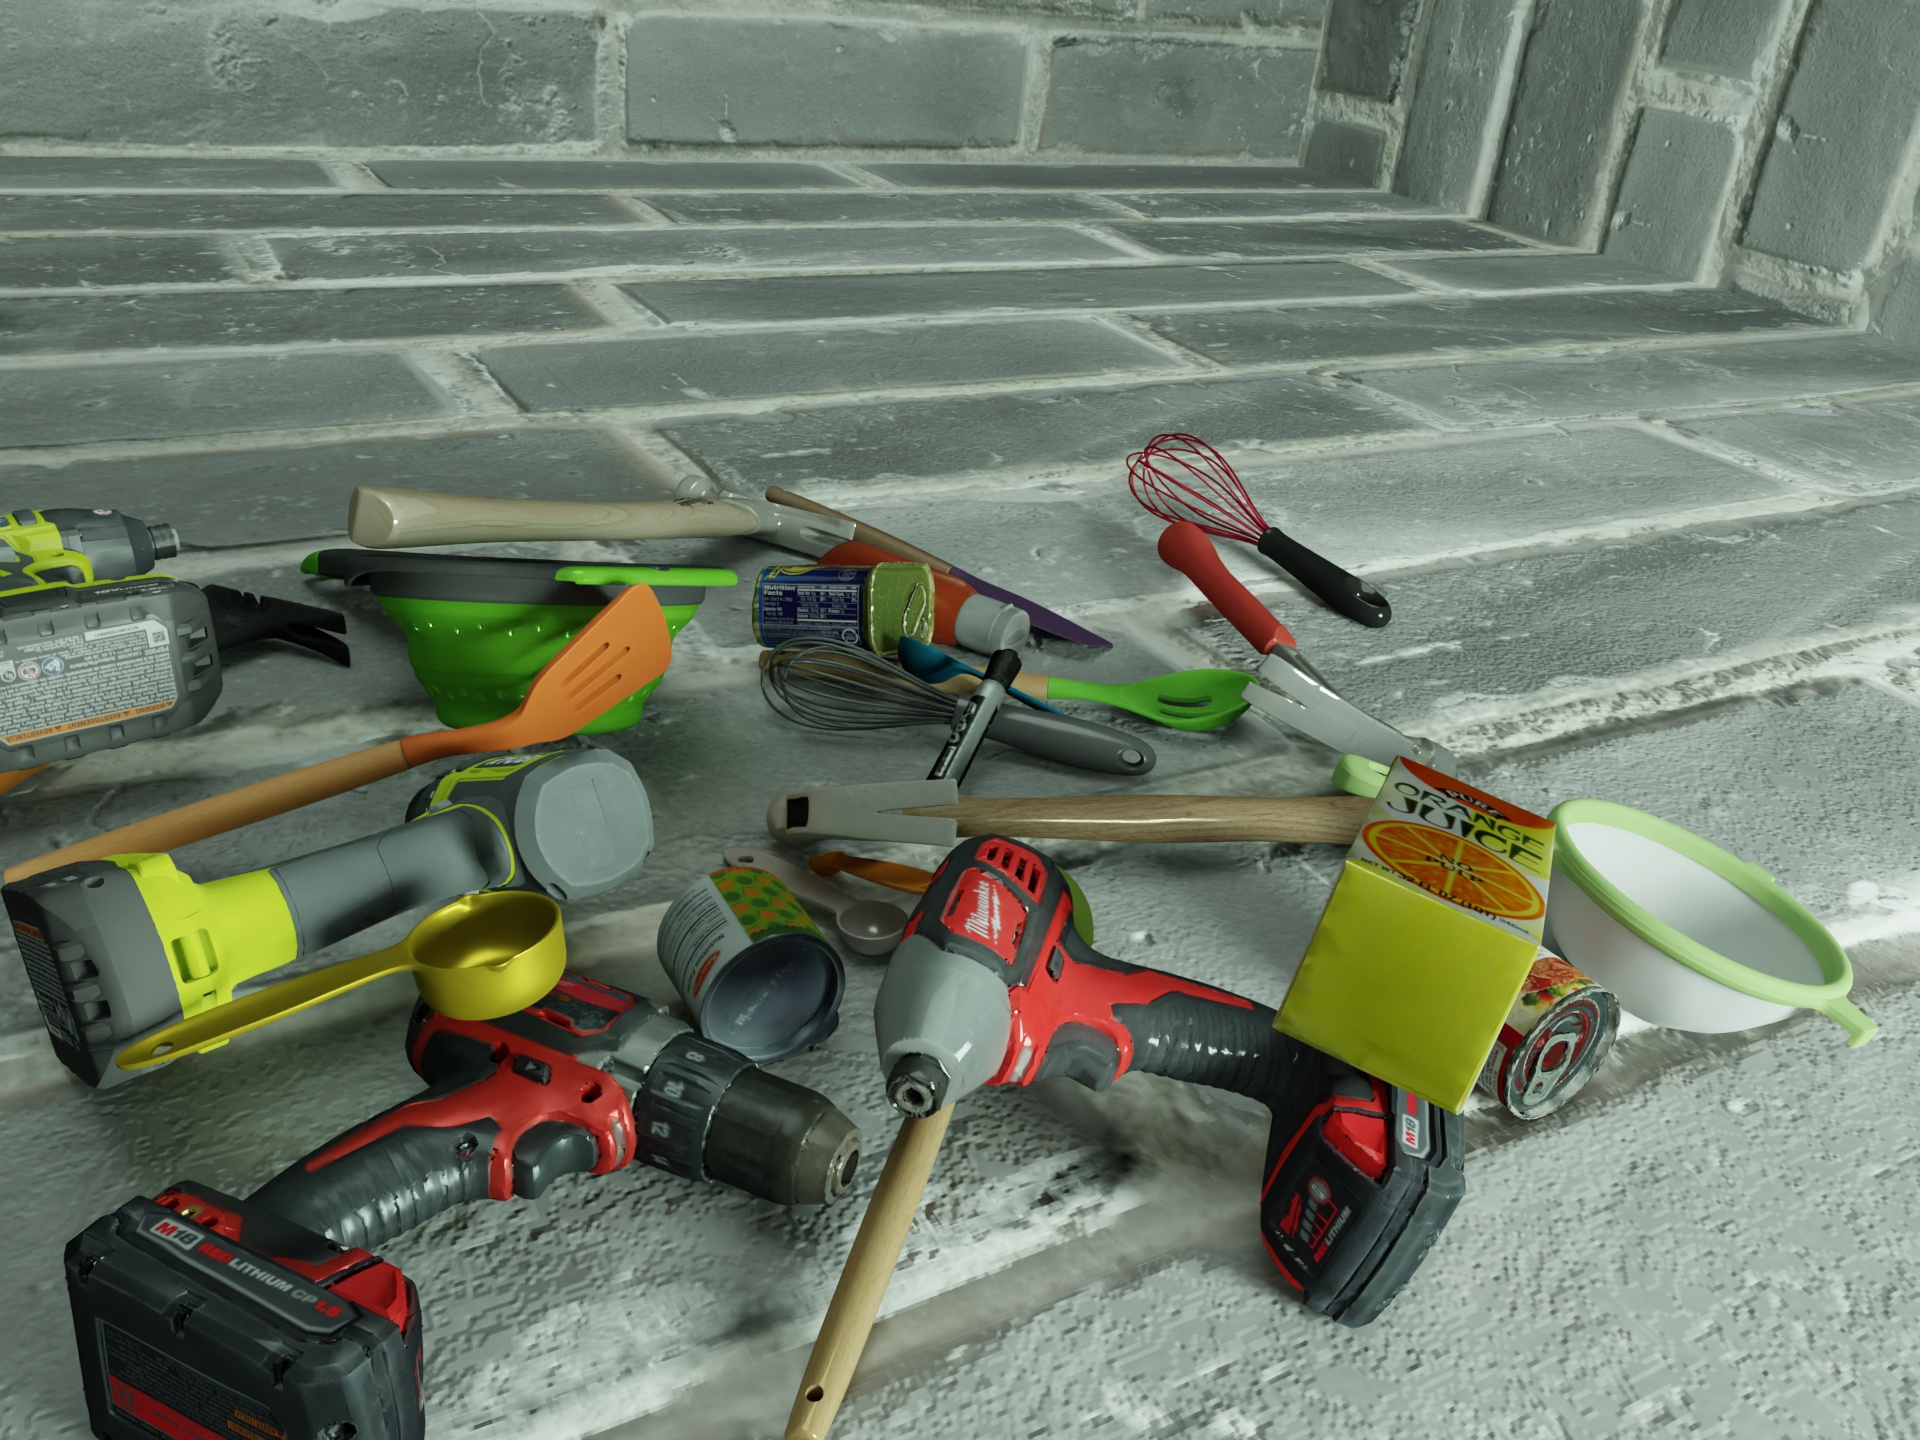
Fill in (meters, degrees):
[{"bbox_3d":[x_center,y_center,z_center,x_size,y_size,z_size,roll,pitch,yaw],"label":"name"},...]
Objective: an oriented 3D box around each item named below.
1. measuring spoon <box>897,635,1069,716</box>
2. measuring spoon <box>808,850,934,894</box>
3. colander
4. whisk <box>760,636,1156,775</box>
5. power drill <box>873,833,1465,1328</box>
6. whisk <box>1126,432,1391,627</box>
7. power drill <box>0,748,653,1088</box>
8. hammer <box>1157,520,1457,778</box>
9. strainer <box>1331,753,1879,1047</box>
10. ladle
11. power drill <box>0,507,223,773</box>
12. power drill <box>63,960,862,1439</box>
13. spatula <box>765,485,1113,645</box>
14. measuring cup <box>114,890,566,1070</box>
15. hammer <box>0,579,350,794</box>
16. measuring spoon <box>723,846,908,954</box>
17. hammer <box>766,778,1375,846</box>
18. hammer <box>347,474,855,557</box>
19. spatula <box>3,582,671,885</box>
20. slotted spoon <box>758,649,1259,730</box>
[{"bbox_3d":[0.017,-0.015,0.962,0.128,0.021,0.042,26,-3,9],"label":"measuring spoon"},{"bbox_3d":[-0.040,0.077,0.771,0.021,0.011,0.117,-18,14,-33],"label":"measuring spoon"},{"bbox_3d":[-0.290,-0.050,0.936,0.397,0.094,0.204,8,8,44],"label":"colander"},{"bbox_3d":[-0.002,-0.002,0.938,0.239,0.055,0.055,14,28,4],"label":"whisk"},{"bbox_3d":[0.074,0.132,0.610,0.219,0.078,0.143,24,30,4],"label":"power drill"},{"bbox_3d":[0.231,-0.151,1.253,0.073,0.073,0.296,-13,39,-32],"label":"whisk"},{"bbox_3d":[-0.268,0.069,0.679,0.228,0.080,0.190,-20,9,-37],"label":"power drill"},{"bbox_3d":[0.193,-0.066,1.061,0.149,0.036,0.359,26,17,-22],"label":"hammer"},{"bbox_3d":[0.289,0.087,0.762,0.256,0.069,0.152,21,25,-2],"label":"strainer"},{"bbox_3d":[-0.008,0.158,0.648,0.078,0.062,0.320,9,35,13],"label":"ladle"},{"bbox_3d":[-0.484,-0.059,0.843,0.171,0.080,0.223,-17,31,-35],"label":"power drill"},{"bbox_3d":[-0.158,0.169,0.552,0.188,0.080,0.227,16,26,19],"label":"power drill"},{"bbox_3d":[-0.027,-0.114,1.152,0.316,0.018,0.059,28,17,31],"label":"spatula"},{"bbox_3d":[-0.220,0.104,0.579,0.156,0.029,0.062,-19,26,-22],"label":"measuring cup"},{"bbox_3d":[-0.470,0.007,0.835,0.127,0.034,0.337,11,28,12],"label":"hammer"},{"bbox_3d":[-0.075,0.089,0.786,0.124,0.018,0.034,21,30,38],"label":"measuring spoon"},{"bbox_3d":[0.075,0.051,0.826,0.331,0.031,0.130,2,-5,-20],"label":"hammer"},{"bbox_3d":[-0.219,-0.126,1.015,0.146,0.038,0.410,17,14,20],"label":"hammer"},{"bbox_3d":[-0.292,0.016,0.764,0.322,0.081,0.041,-19,63,-9],"label":"spatula"},{"bbox_3d":[0.029,-0.024,1.001,0.314,0.031,0.070,5,28,3],"label":"slotted spoon"}]
